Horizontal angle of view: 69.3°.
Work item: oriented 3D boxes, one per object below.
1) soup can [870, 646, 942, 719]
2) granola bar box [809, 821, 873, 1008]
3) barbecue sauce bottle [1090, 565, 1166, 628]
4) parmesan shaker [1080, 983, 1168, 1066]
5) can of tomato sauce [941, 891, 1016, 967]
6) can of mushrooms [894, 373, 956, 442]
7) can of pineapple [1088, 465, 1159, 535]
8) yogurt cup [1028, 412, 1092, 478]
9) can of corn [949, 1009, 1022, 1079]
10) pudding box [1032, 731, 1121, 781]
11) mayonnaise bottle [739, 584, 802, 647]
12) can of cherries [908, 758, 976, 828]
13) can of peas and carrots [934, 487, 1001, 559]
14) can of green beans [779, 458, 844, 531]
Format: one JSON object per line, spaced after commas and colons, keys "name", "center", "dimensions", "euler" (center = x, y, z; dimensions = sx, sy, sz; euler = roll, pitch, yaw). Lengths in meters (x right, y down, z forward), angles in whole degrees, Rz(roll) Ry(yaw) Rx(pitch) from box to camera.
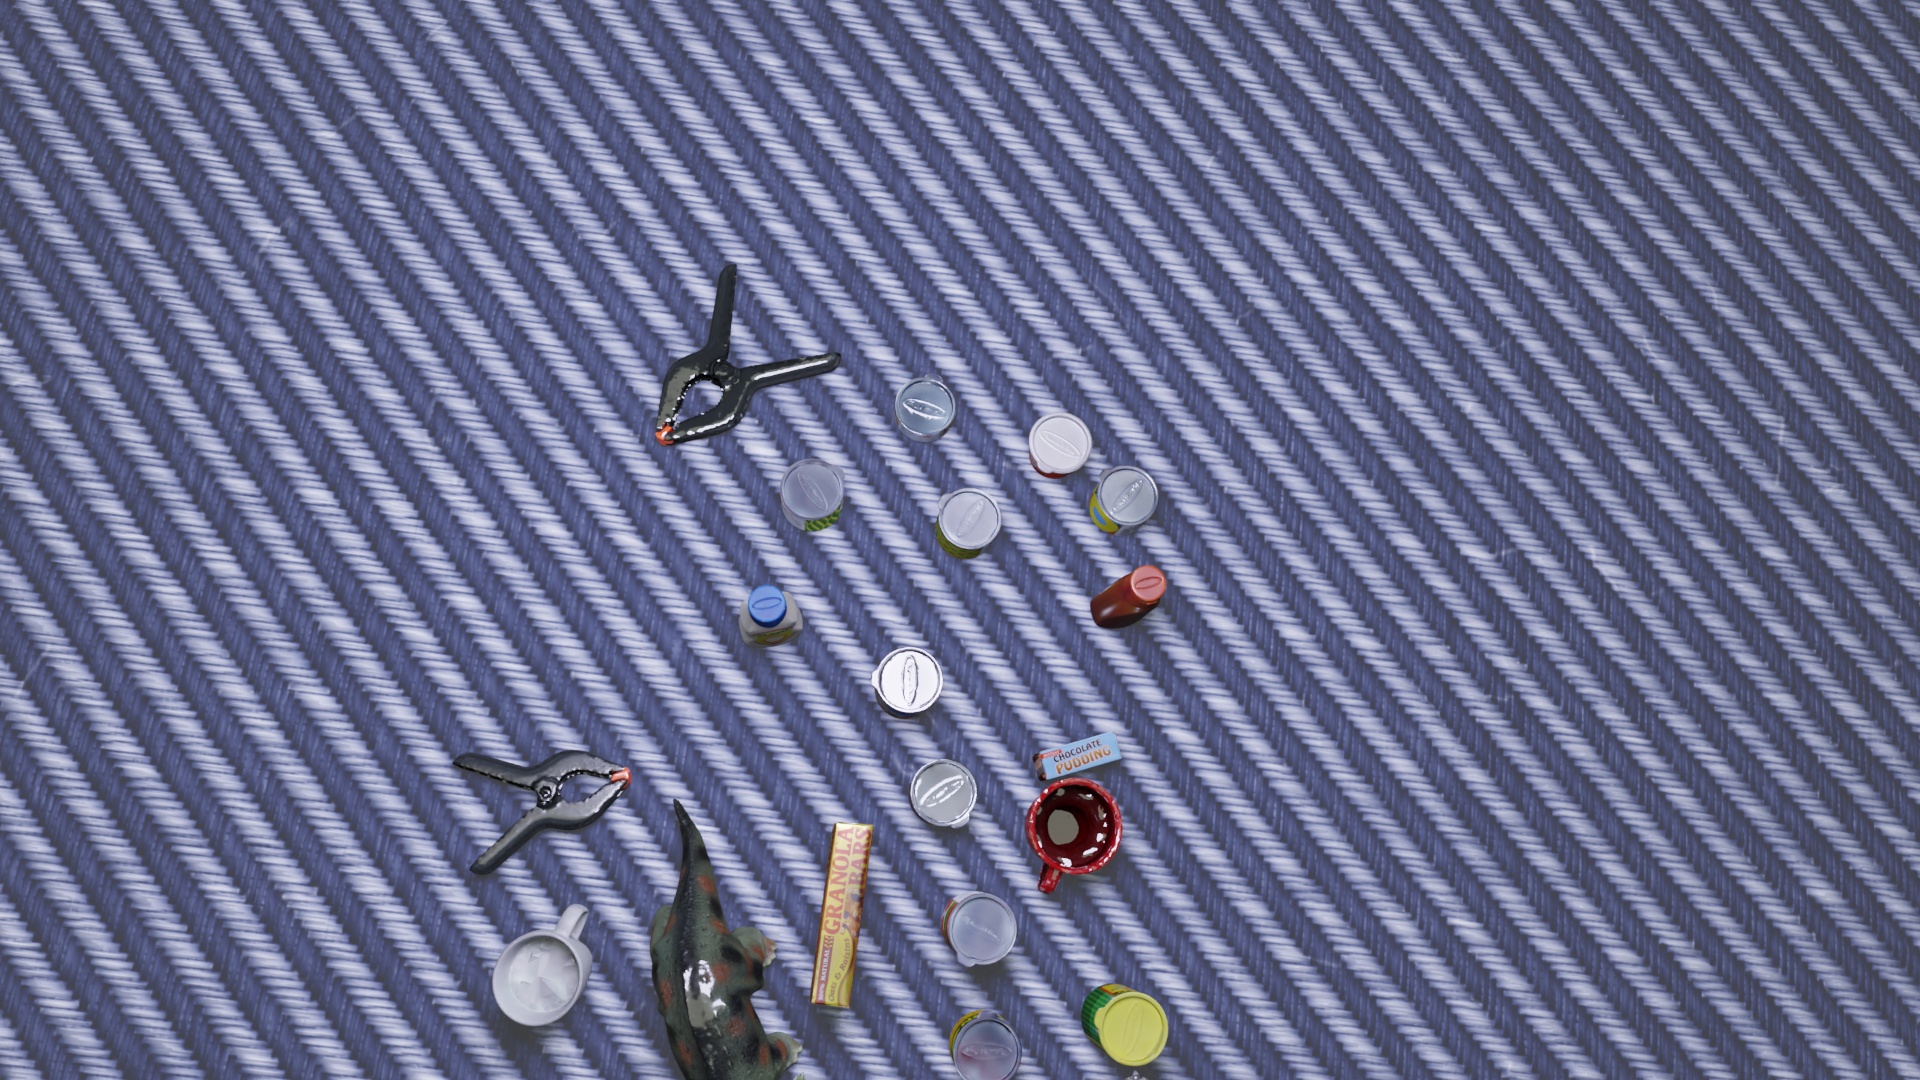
{"name": "soup can", "center": [-0.057, 0.146, 1.414], "dimensions": [0.071, 0.083, 0.071], "euler": [1, 77, -5]}
{"name": "granola bar box", "center": [-0.115, 0.356, 1.338], "dimensions": [0.039, 0.124, 0.166], "euler": [8, 77, -4]}
{"name": "barbecue sauce bottle", "center": [0.177, 0.058, 1.425], "dimensions": [0.065, 0.148, 0.044], "euler": [-14, 79, -8]}
{"name": "parmesan shaker", "center": [0.155, 0.468, 1.351], "dimensions": [0.071, 0.103, 0.071], "euler": [1, 77, -5]}
{"name": "can of tomato sauce", "center": [0.016, 0.382, 1.367], "dimensions": [0.071, 0.083, 0.071], "euler": [1, 77, -5]}
{"name": "can of mushrooms", "center": [-0.038, -0.144, 1.508], "dimensions": [0.071, 0.033, 0.071], "euler": [1, 77, -5]}
{"name": "can of pineapple", "center": [0.174, -0.044, 1.494], "dimensions": [0.071, 0.057, 0.071], "euler": [1, 77, -5]}
{"name": "yogurt cup", "center": [0.105, -0.099, 1.502], "dimensions": [0.072, 0.054, 0.072], "euler": [1, 77, -5]}
{"name": "can of corn", "center": [0.024, 0.492, 1.355], "dimensions": [0.071, 0.058, 0.071], "euler": [1, 77, -5]}
{"name": "pudding box", "center": [0.120, 0.222, 1.431], "dimensions": [0.084, 0.049, 0.030], "euler": [-15, 79, -9]}
{"name": "mayonnaise bottle", "center": [-0.191, 0.075, 1.383], "dimensions": [0.065, 0.147, 0.041], "euler": [-12, 79, -8]}
{"name": "can of cherries", "center": [-0.018, 0.258, 1.405], "dimensions": [0.071, 0.058, 0.071], "euler": [1, 77, -5]}
{"name": "can of peas and carrots", "center": [0.005, -0.018, 1.471], "dimensions": [0.071, 0.058, 0.071], "euler": [1, 77, -5]}
{"name": "can of green beans", "center": [-0.156, -0.047, 1.462], "dimensions": [0.071, 0.057, 0.071], "euler": [1, 77, -5]}
